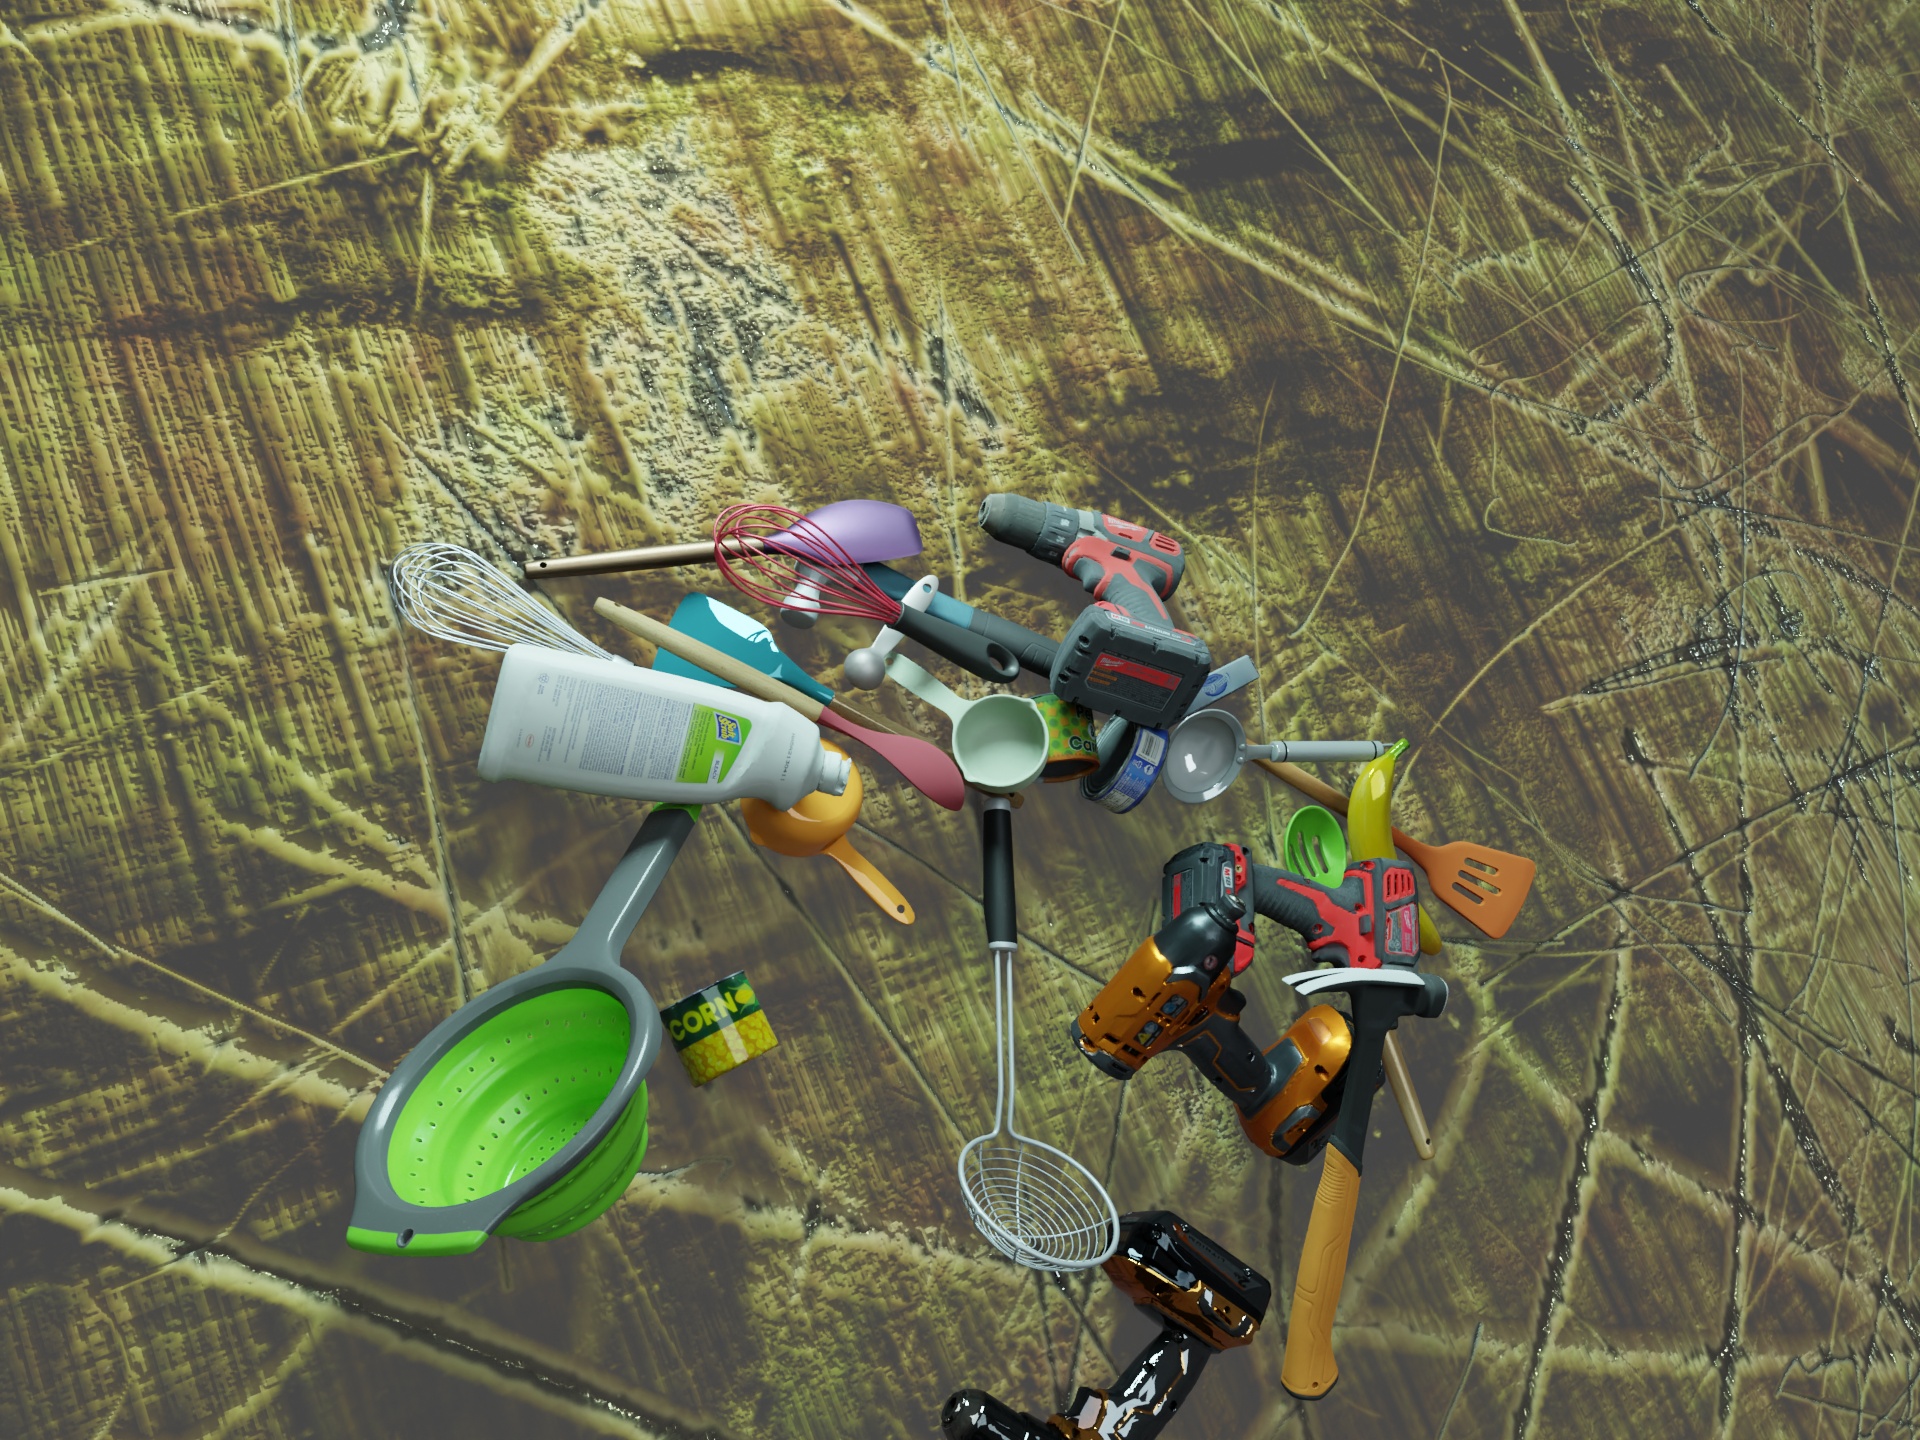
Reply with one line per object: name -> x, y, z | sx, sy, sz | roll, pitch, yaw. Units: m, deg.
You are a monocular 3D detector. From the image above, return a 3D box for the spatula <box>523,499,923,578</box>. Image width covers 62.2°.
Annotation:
spatula -> -0.181, -0.136, 1.247 | 0.316, 0.018, 0.060 | -9, 68, -21

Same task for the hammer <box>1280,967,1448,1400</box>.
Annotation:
hammer -> 0.278, 0.350, 1.195 | 0.127, 0.034, 0.337 | 6, 98, -19

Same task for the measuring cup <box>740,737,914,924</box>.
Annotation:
measuring cup -> -0.088, 0.085, 1.203 | 0.173, 0.052, 0.095 | 46, 57, 0

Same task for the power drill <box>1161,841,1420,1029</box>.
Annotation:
power drill -> 0.281, 0.178, 1.319 | 0.219, 0.078, 0.143 | 9, 72, -18

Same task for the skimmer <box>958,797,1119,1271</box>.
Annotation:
skimmer -> 0.051, 0.224, 1.193 | 0.127, 0.090, 0.364 | 12, 64, -31

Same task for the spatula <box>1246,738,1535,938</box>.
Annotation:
spatula -> 0.370, 0.089, 1.436 | 0.322, 0.041, 0.081 | 30, 84, -11

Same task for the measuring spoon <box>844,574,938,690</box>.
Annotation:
measuring spoon -> -0.050, -0.074, 1.270 | 0.034, 0.018, 0.124 | 40, 62, -9

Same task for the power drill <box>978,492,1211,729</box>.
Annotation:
power drill -> 0.109, -0.106, 1.328 | 0.187, 0.080, 0.227 | 17, 35, -16

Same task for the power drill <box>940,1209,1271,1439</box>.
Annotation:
power drill -> 0.104, 0.463, 1.133 | 0.185, 0.084, 0.226 | 36, 63, -7

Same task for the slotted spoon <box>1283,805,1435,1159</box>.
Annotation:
slotted spoon -> 0.347, 0.226, 1.378 | 0.070, 0.031, 0.314 | -12, 78, -30

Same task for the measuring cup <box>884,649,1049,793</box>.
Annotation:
measuring cup -> -0.002, -0.004, 1.273 | 0.168, 0.038, 0.083 | 36, 78, 18

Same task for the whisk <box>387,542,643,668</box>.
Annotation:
whisk -> -0.280, -0.050, 1.165 | 0.284, 0.070, 0.070 | 27, 60, -20

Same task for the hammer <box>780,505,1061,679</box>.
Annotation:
hammer -> 0.017, -0.076, 1.334 | 0.330, 0.033, 0.128 | 24, 62, -16

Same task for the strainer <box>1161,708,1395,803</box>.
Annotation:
strainer -> 0.269, 0.028, 1.392 | 0.258, 0.050, 0.086 | 0, 110, -18

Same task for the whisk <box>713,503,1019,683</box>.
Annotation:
whisk -> -0.066, -0.088, 1.226 | 0.295, 0.073, 0.073 | 24, 60, -34

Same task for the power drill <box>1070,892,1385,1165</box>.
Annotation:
power drill -> 0.217, 0.233, 1.218 | 0.226, 0.164, 0.084 | 33, 14, -24

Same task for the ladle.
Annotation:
ladle -> -0.129, -0.016, 1.195 | 0.315, 0.031, 0.069 | 27, 20, -11

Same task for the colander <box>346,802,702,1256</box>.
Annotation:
colander -> -0.241, 0.203, 1.055 | 0.094, 0.204, 0.397 | 64, 33, -32

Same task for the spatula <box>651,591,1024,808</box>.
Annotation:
spatula -> -0.086, -0.003, 1.260 | 0.317, 0.044, 0.082 | 29, 60, -19
